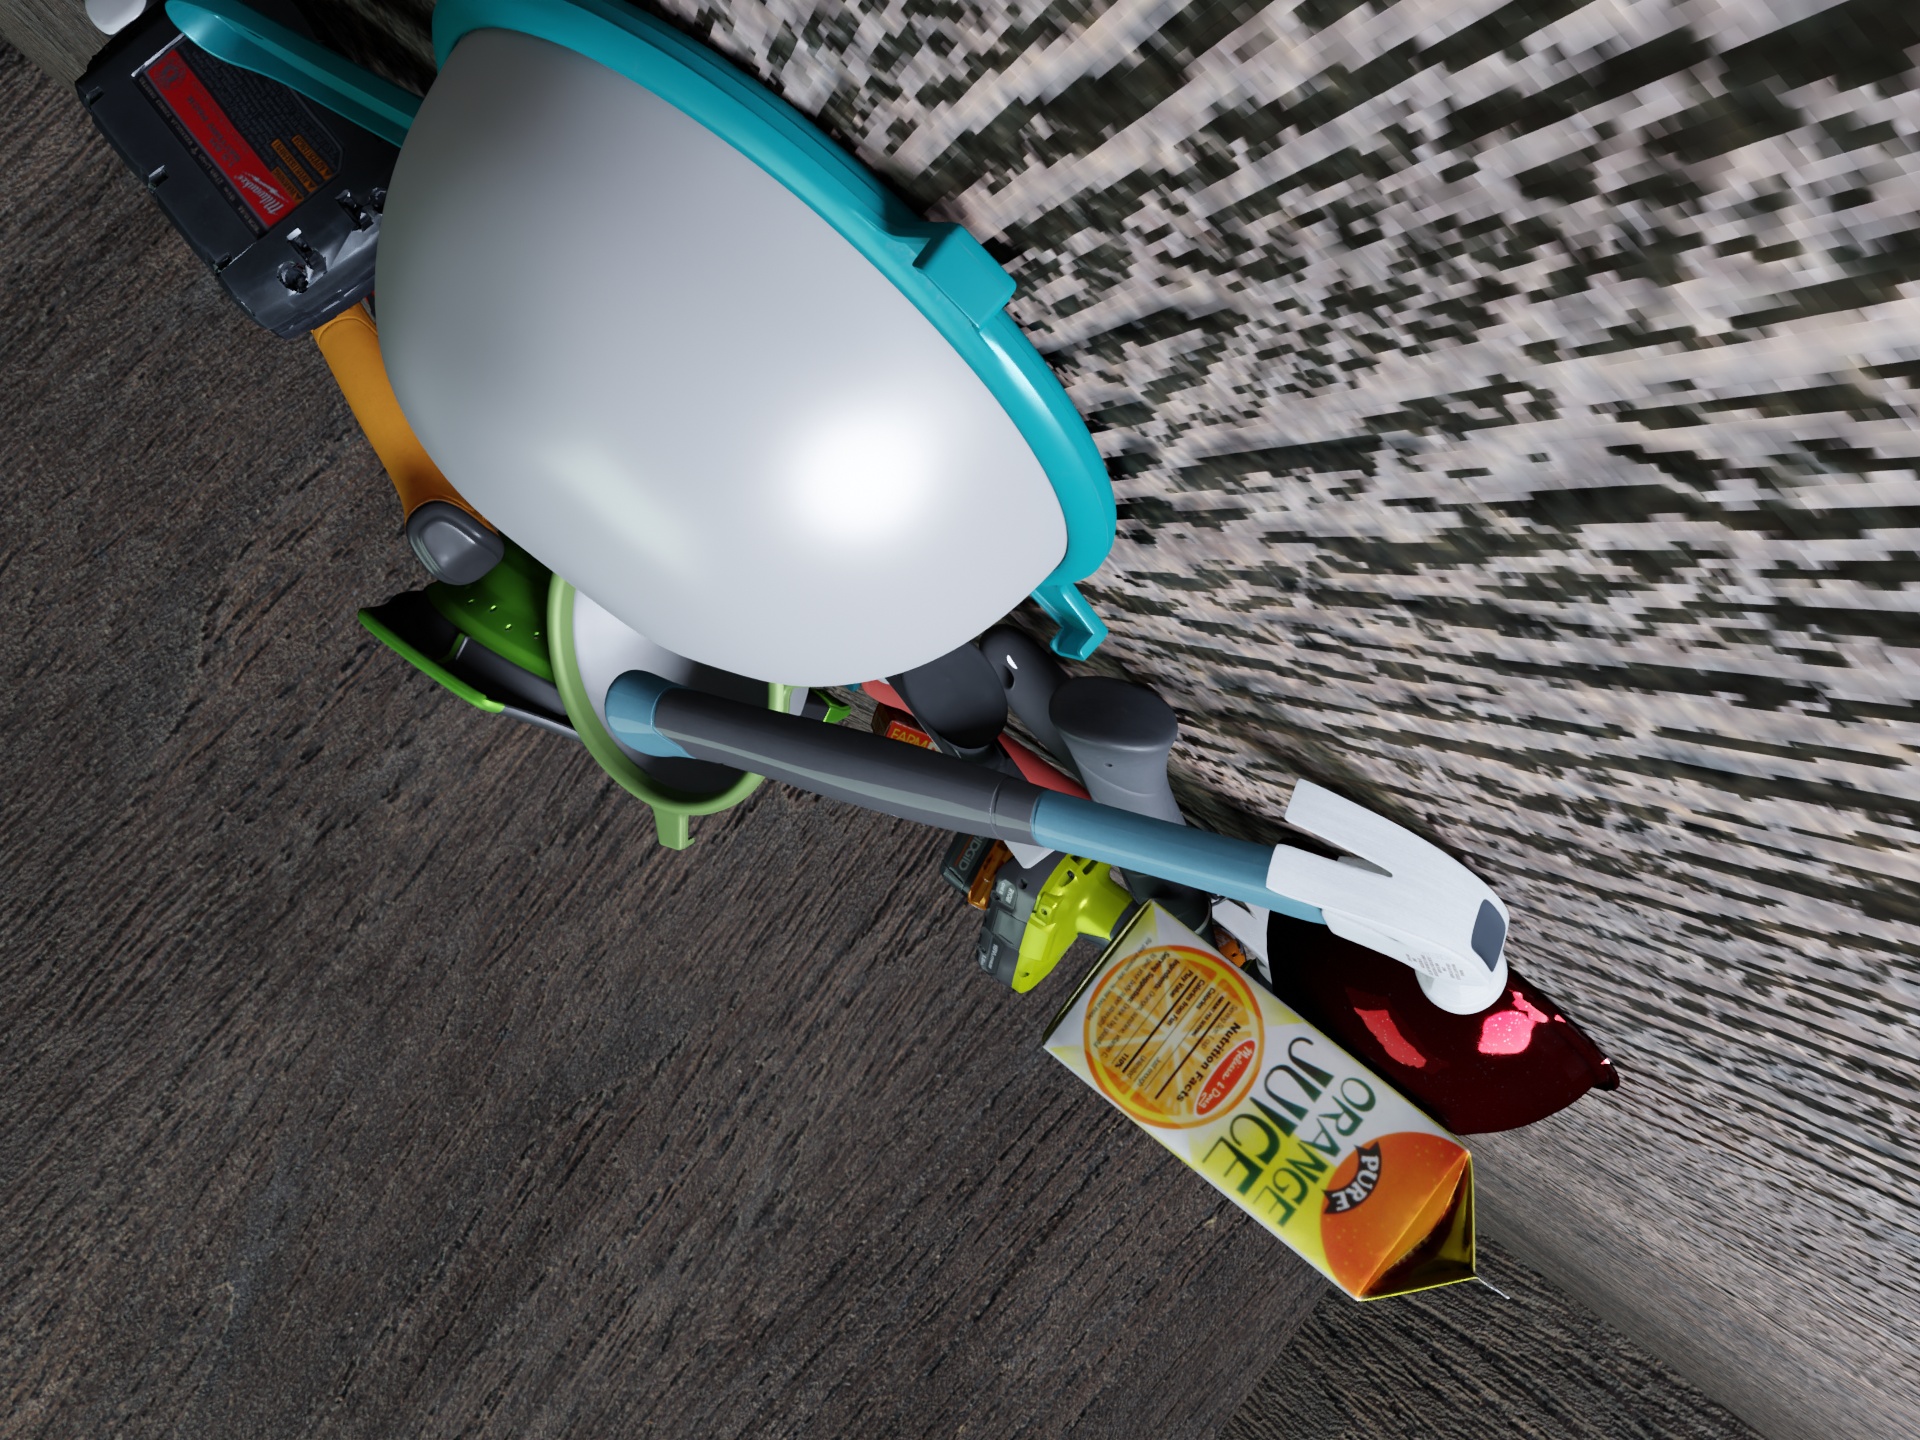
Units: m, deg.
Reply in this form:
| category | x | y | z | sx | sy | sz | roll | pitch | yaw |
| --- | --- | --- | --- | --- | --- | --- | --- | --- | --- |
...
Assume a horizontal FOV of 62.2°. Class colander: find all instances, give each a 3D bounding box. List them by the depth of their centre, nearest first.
| category | x | y | z | sx | sy | sz | roll | pitch | yaw |
| --- | --- | --- | --- | --- | --- | --- | --- | --- | --- |
| colander | -0.162 | -0.055 | 0.947 | 0.205 | 0.094 | 0.397 | 31 | -170 | 25 |

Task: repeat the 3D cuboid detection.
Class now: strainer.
| category | x | y | z | sx | sy | sz | roll | pitch | yaw |
| --- | --- | --- | --- | --- | --- | --- | --- | --- | --- |
| strainer | -0.122 | -0.105 | 0.425 | 0.340 | 0.095 | 0.210 | 32 | 170 | 20 |
| strainer | -0.153 | -0.076 | 0.766 | 0.256 | 0.151 | 0.069 | 53 | -142 | 12 |

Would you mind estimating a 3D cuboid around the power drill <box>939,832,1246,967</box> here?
| category | x | y | z | sx | sy | sz | roll | pitch | yaw |
| --- | --- | --- | --- | --- | --- | --- | --- | --- | --- |
| power drill | 0.112 | 0.142 | 1.199 | 0.227 | 0.084 | 0.164 | 33 | -167 | 20 |

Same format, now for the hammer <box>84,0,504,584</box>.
| category | x | y | z | sx | sy | sz | roll | pitch | yaw |
| --- | --- | --- | --- | --- | --- | --- | --- | --- | --- |
| hammer | -0.291 | -0.195 | 0.731 | 0.337 | 0.034 | 0.127 | 56 | -175 | 19 |

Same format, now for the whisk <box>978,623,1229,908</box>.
| category | x | y | z | sx | sy | sz | roll | pitch | yaw |
| --- | --- | --- | --- | --- | --- | --- | --- | --- | --- |
| whisk | 0.069 | 0.029 | 0.731 | 0.055 | 0.055 | 0.238 | 34 | 169 | 46 |

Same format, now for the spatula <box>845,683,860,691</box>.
| category | x | y | z | sx | sy | sz | roll | pitch | yaw |
| --- | --- | --- | --- | --- | --- | --- | --- | --- | --- |
| spatula | -0.068 | -0.086 | 0.655 | 0.082 | 0.044 | 0.317 | 59 | 177 | 11 |

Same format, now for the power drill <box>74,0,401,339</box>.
| category | x | y | z | sx | sy | sz | roll | pitch | yaw |
| --- | --- | --- | --- | --- | --- | --- | --- | --- | --- |
| power drill | -0.209 | -0.165 | 0.620 | 0.188 | 0.080 | 0.226 | 51 | 180 | 7 |

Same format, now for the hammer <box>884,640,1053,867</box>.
| category | x | y | z | sx | sy | sz | roll | pitch | yaw |
| --- | --- | --- | --- | --- | --- | --- | --- | --- | --- |
| hammer | -0.001 | -0.002 | 0.722 | 0.146 | 0.035 | 0.334 | 54 | 178 | 6 |

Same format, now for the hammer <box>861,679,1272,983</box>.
| category | x | y | z | sx | sy | sz | roll | pitch | yaw |
| --- | --- | --- | --- | --- | --- | --- | --- | --- | --- |
| hammer | 0.058 | 0.041 | 0.977 | 0.359 | 0.037 | 0.149 | 35 | 174 | 37 |

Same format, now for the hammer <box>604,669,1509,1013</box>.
| category | x | y | z | sx | sy | sz | roll | pitch | yaw |
| --- | --- | --- | --- | --- | --- | --- | --- | --- | --- |
| hammer | 0.018 | 0.031 | 0.552 | 0.331 | 0.033 | 0.128 | 14 | 164 | 25 |

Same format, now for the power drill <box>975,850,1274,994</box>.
| category | x | y | z | sx | sy | sz | roll | pitch | yaw |
| --- | --- | --- | --- | --- | --- | --- | --- | --- | --- |
| power drill | 0.124 | 0.174 | 1.044 | 0.223 | 0.080 | 0.171 | 33 | 139 | 20 |

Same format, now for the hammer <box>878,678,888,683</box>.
| category | x | y | z | sx | sy | sz | roll | pitch | yaw |
| --- | --- | --- | --- | --- | --- | --- | --- | --- | --- |
| hammer | -0.208 | -0.139 | 0.982 | 0.406 | 0.035 | 0.144 | 28 | 171 | 26 |

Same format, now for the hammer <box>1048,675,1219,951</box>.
| category | x | y | z | sx | sy | sz | roll | pitch | yaw |
| --- | --- | --- | --- | --- | --- | --- | --- | --- | --- |
| hammer | 0.101 | 0.097 | 0.737 | 0.149 | 0.036 | 0.408 | 3 | 150 | 20 |

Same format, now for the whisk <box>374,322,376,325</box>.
| category | x | y | z | sx | sy | sz | roll | pitch | yaw |
| --- | --- | --- | --- | --- | --- | --- | --- | --- | --- |
| whisk | -0.221 | -0.188 | 0.801 | 0.296 | 0.073 | 0.073 | 23 | 166 | 47 |
